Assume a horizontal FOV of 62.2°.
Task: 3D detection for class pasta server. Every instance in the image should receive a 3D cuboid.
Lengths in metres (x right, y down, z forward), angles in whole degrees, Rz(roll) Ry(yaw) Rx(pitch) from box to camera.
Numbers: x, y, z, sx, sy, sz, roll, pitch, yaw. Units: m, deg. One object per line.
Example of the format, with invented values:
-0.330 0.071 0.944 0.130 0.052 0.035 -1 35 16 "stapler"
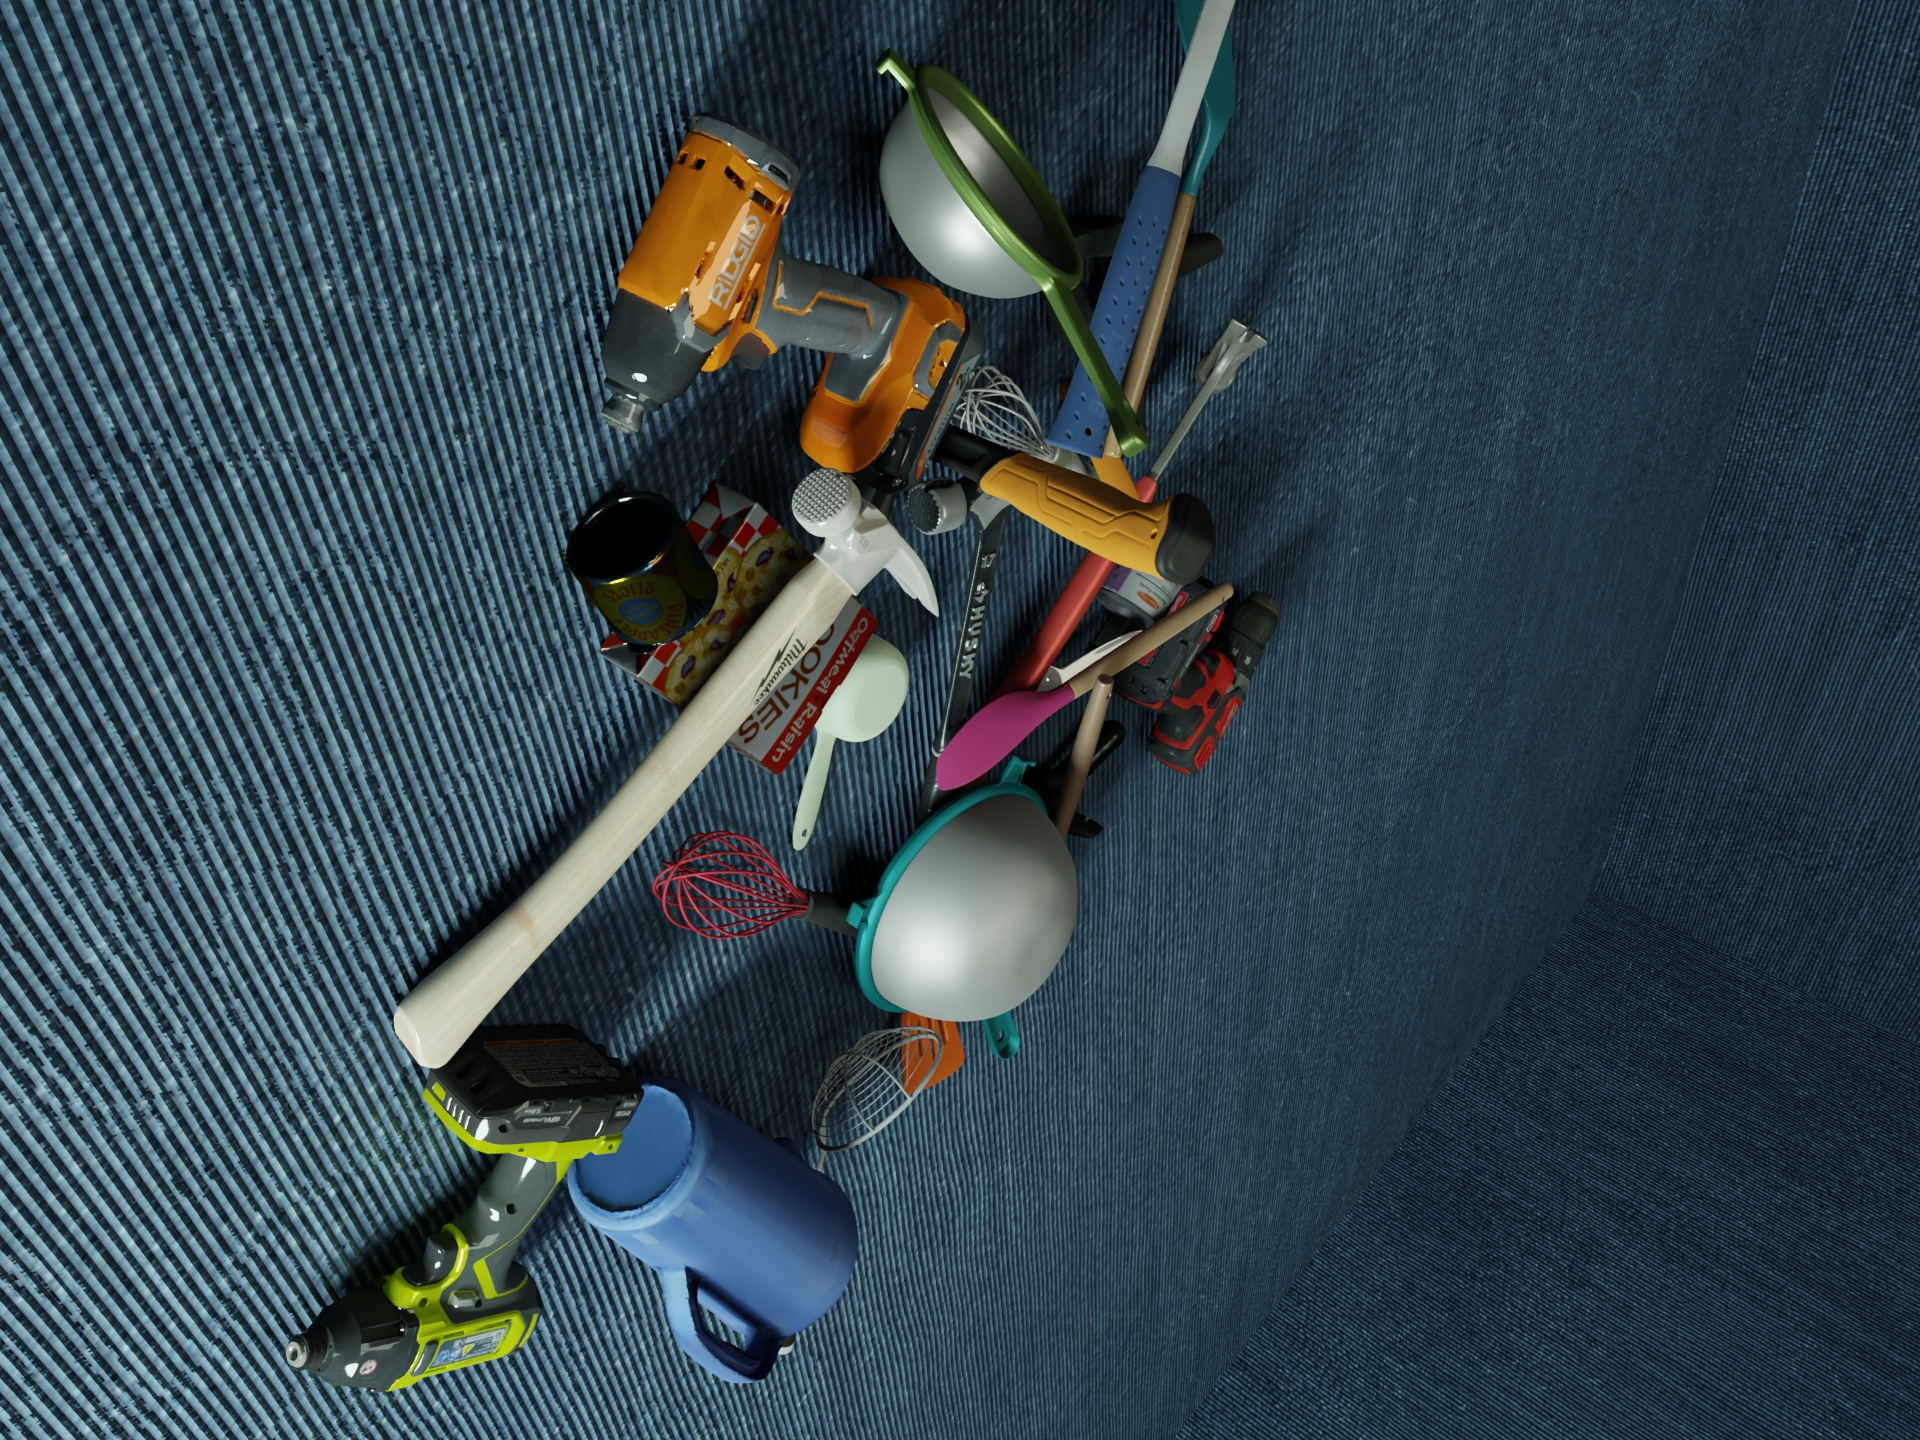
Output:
0.092 0.083 1.322 0.060 0.040 0.316 -38 153 -39 "pasta server"

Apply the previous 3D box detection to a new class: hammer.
0.143 -0.372 1.054 0.144 0.035 0.405 13 100 -30 "hammer"
0.121 -0.144 1.230 0.359 0.036 0.149 -58 -179 1 "hammer"
0.032 -0.128 0.897 0.034 0.337 0.127 23 97 -33 "hammer"
-0.002 -0.004 1.183 0.149 0.036 0.408 -21 134 -40 "hammer"
-0.174 0.041 0.936 0.410 0.038 0.146 -49 149 -2 "hammer"

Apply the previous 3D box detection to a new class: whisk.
-0.122 0.126 1.119 0.073 0.073 0.295 -61 154 -1 "whisk"
0.057 -0.195 1.138 0.246 0.059 0.058 17 73 -62 "whisk"

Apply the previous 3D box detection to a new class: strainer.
0.036 0.201 1.285 0.211 0.095 0.340 -42 142 -23 "strainer"
0.024 -0.251 0.914 0.069 0.256 0.151 -31 169 25 "strainer"

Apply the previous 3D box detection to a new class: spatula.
-0.005 0.160 1.323 0.081 0.041 0.322 -15 125 -48 "spatula"
0.142 -0.341 1.111 0.082 0.044 0.317 3 105 -54 "spatula"

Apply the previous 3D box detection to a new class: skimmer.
-0.095 0.409 1.335 0.127 0.090 0.363 -65 169 -63 "skimmer"

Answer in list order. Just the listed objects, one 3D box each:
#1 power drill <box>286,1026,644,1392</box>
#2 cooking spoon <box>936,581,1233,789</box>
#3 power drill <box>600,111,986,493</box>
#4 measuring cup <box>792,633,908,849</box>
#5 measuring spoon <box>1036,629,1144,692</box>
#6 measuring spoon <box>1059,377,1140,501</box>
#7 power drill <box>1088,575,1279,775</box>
-0.303 0.305 0.980 0.171 0.080 0.223 15 104 -58 "power drill"
0.103 -0.035 1.238 0.319 0.017 0.068 -33 143 -28 "cooking spoon"
-0.097 -0.206 0.881 0.226 0.084 0.164 22 97 -54 "power drill"
-0.081 0.020 1.108 0.083 0.038 0.167 -3 114 -54 "measuring cup"
0.103 -0.048 1.308 0.124 0.018 0.034 -25 109 -19 "measuring spoon"
0.104 -0.198 1.169 0.021 0.011 0.117 -27 102 5 "measuring spoon"
0.213 -0.064 1.431 0.188 0.080 0.226 -58 151 -5 "power drill"
